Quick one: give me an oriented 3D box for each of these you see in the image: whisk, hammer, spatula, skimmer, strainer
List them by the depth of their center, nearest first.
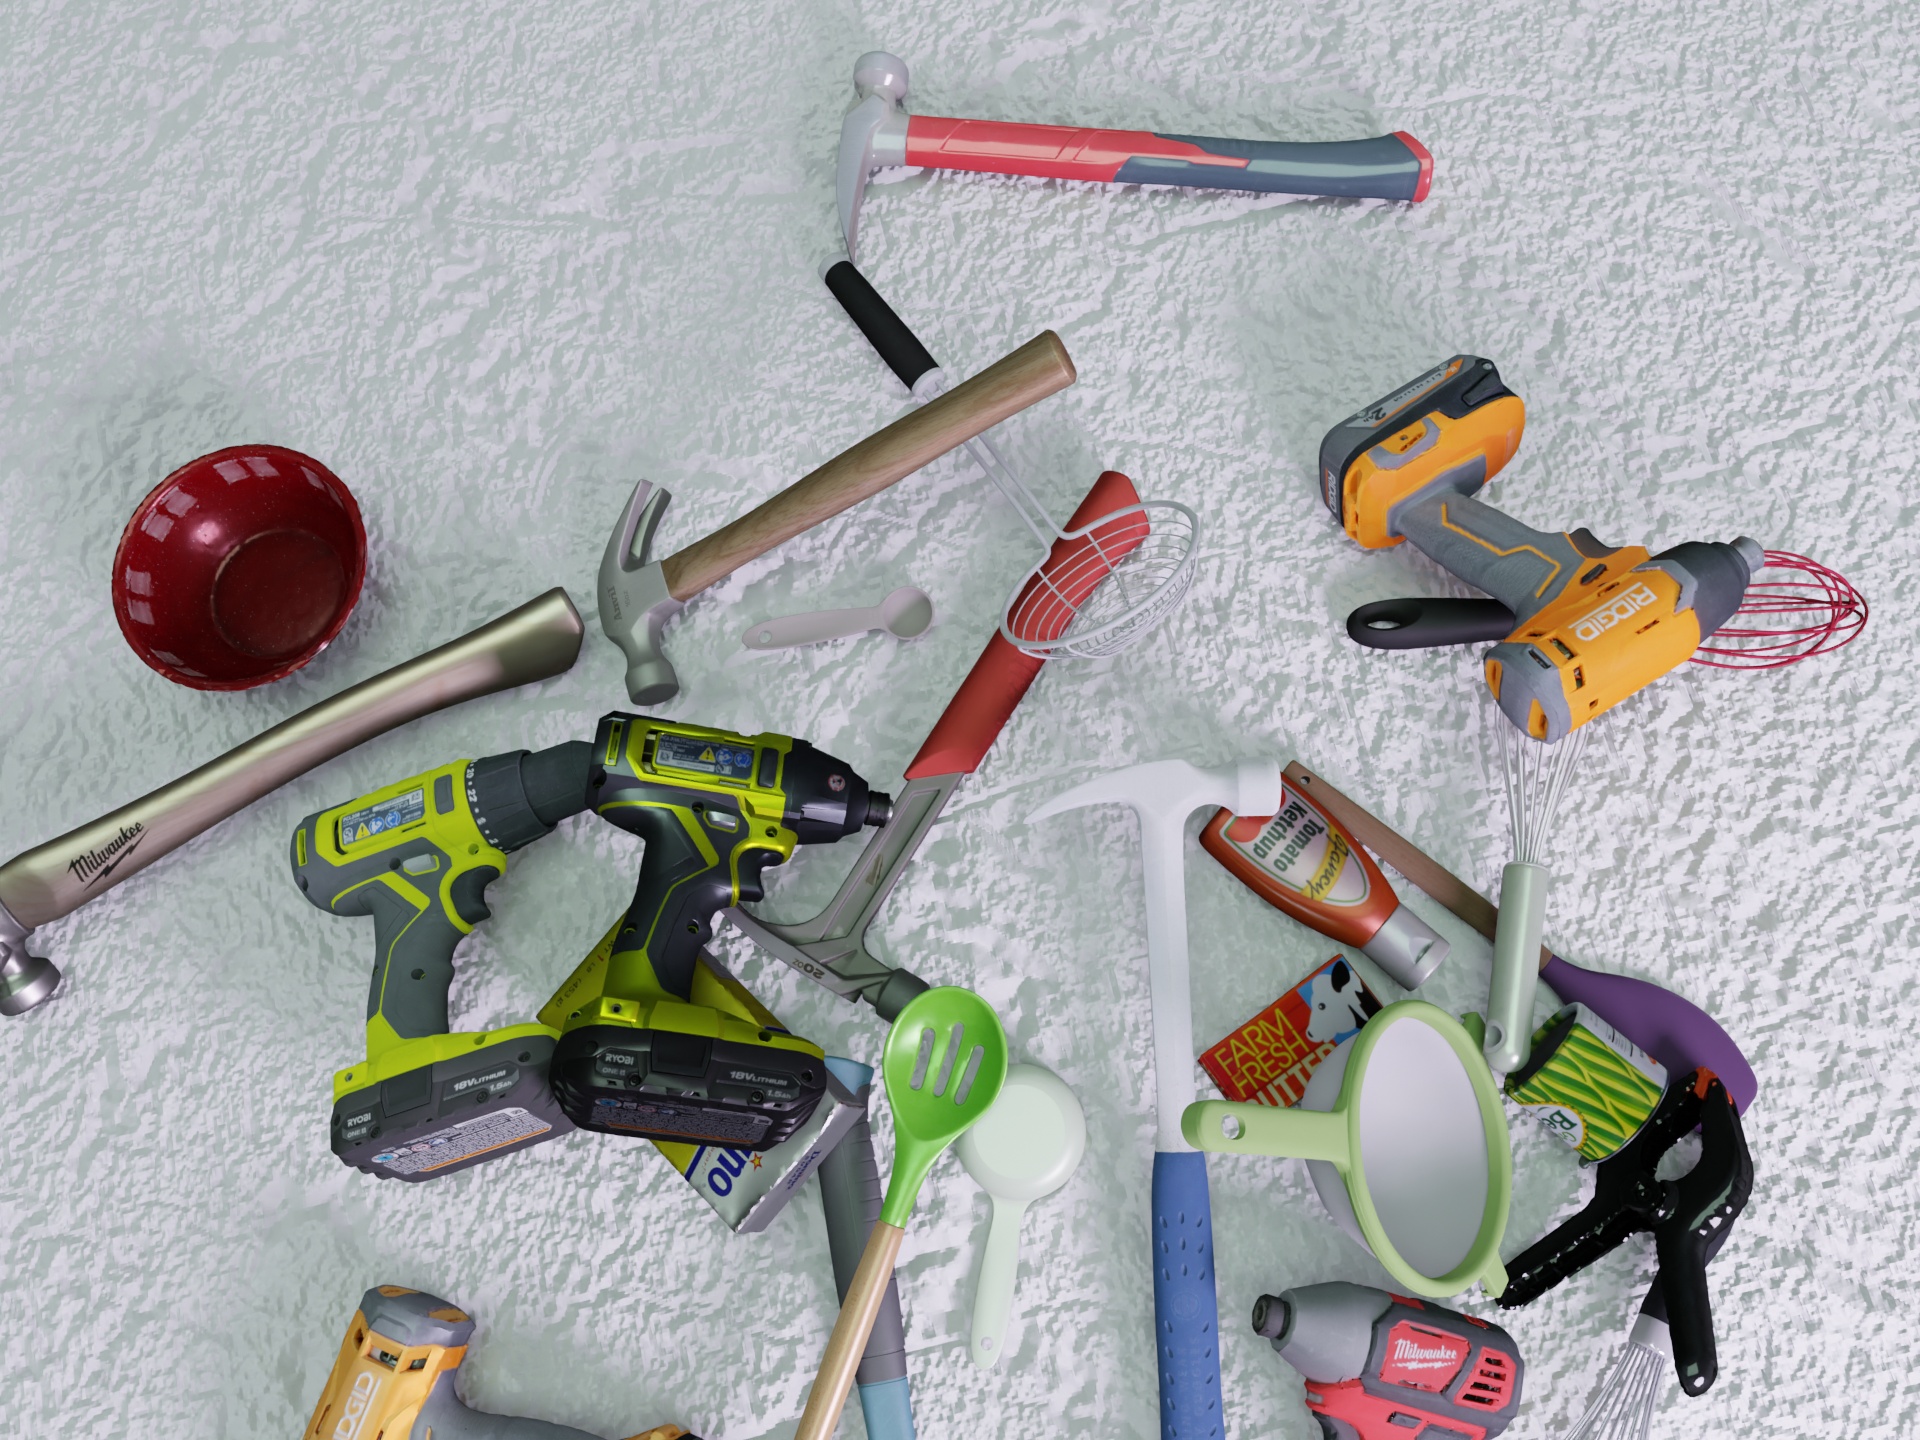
[{"bbox_3d":[0.188,0.218,0.822,0.256,0.069,0.152,16,67,-37],"label":"strainer"},{"bbox_3d":[0.353,0.354,0.837,0.070,0.070,0.285,28,74,10],"label":"whisk"},{"bbox_3d":[0.113,0.223,0.868,0.144,0.035,0.405,-2,82,2],"label":"hammer"},{"bbox_3d":[-0.044,0.347,0.873,0.128,0.033,0.331,-11,75,-1],"label":"hammer"},{"bbox_3d":[0.323,0.077,0.903,0.059,0.058,0.246,18,72,-18],"label":"whisk"},{"bbox_3d":[0.317,0.122,0.918,0.316,0.018,0.060,38,83,11],"label":"spatula"},{"bbox_3d":[0.381,-0.063,0.945,0.296,0.073,0.073,-2,75,9],"label":"whisk"},{"bbox_3d":[-0.081,-0.137,0.947,0.331,0.031,0.130,-27,68,18],"label":"hammer"},{"bbox_3d":[-0.420,0.019,0.948,0.410,0.038,0.146,-29,119,-9],"label":"hammer"},{"bbox_3d":[0.008,-0.178,0.953,0.127,0.090,0.364,-36,67,-1],"label":"skimmer"},{"bbox_3d":[-0.002,-0.003,0.961,0.149,0.036,0.359,30,79,10],"label":"hammer"},{"bbox_3d":[0.112,-0.357,1.047,0.386,0.038,0.143,6,77,5],"label":"hammer"}]

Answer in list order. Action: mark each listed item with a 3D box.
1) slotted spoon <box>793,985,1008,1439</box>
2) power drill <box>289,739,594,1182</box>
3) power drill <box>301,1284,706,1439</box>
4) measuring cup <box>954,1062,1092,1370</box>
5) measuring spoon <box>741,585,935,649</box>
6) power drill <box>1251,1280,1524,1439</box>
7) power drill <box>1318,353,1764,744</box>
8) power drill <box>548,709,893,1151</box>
[{"bbox_3d":[-0.048,0.295,0.857,0.070,0.031,0.314,18,78,11],"label":"slotted spoon"},{"bbox_3d":[-0.276,0.124,0.896,0.190,0.080,0.229,-19,59,5],"label":"power drill"},{"bbox_3d":[-0.254,0.429,0.841,0.226,0.084,0.185,19,78,12],"label":"power drill"},{"bbox_3d":[0.026,0.274,0.884,0.083,0.038,0.168,9,74,6],"label":"measuring cup"},{"bbox_3d":[-0.076,-0.059,0.994,0.124,0.018,0.034,-8,77,8],"label":"measuring spoon"},{"bbox_3d":[0.199,0.403,0.810,0.143,0.078,0.220,19,73,-9],"label":"power drill"},{"bbox_3d":[0.331,-0.109,0.914,0.164,0.084,0.227,-30,56,-5],"label":"power drill"},{"bbox_3d":[-0.126,0.107,0.855,0.171,0.080,0.223,10,57,-11],"label":"power drill"}]
